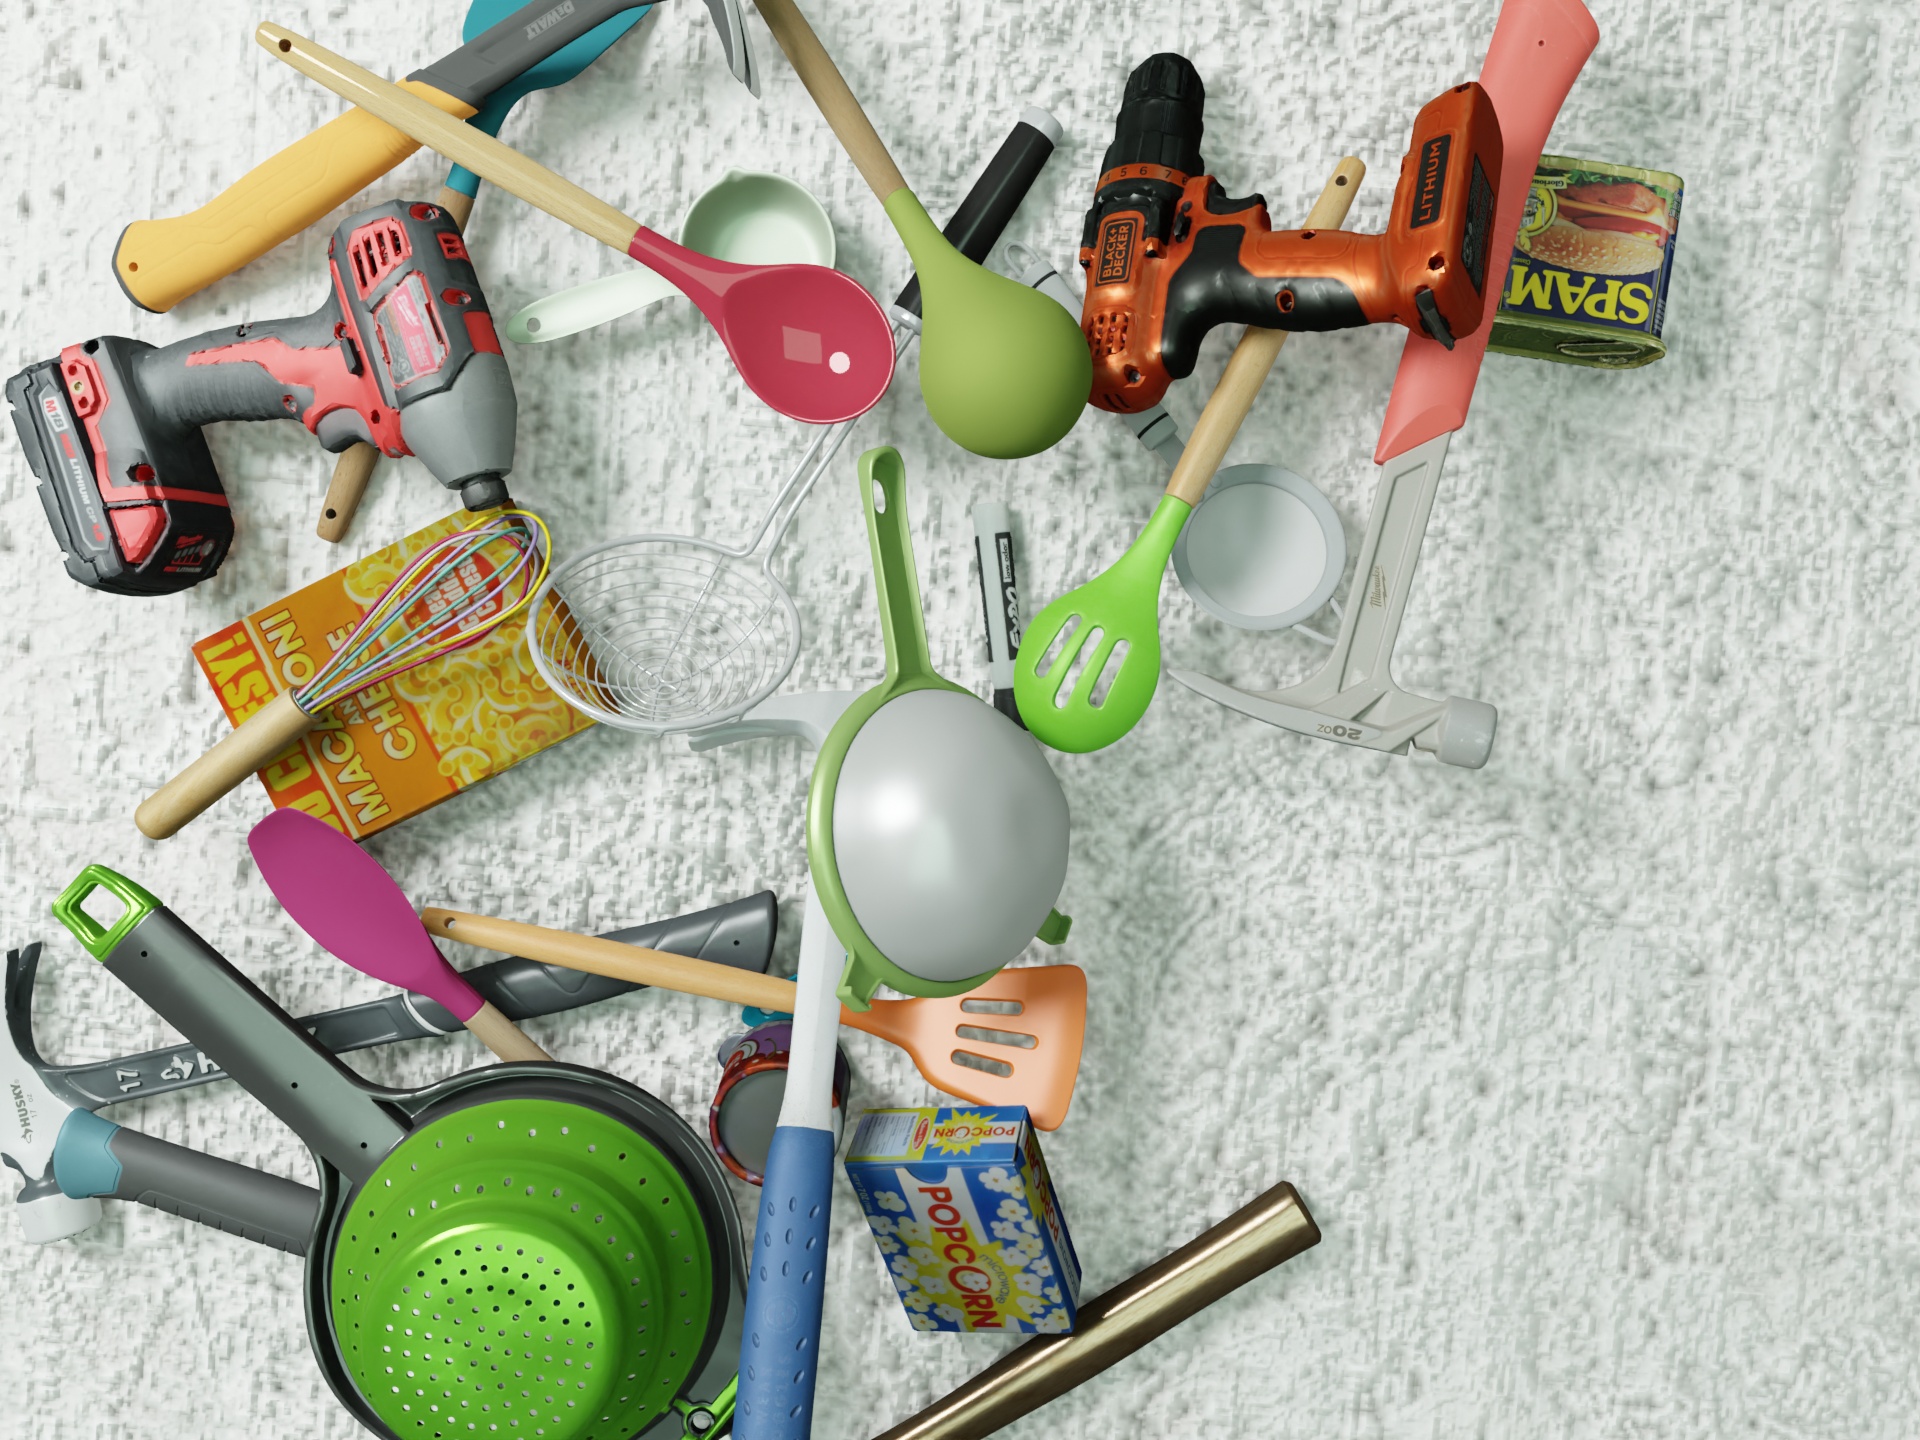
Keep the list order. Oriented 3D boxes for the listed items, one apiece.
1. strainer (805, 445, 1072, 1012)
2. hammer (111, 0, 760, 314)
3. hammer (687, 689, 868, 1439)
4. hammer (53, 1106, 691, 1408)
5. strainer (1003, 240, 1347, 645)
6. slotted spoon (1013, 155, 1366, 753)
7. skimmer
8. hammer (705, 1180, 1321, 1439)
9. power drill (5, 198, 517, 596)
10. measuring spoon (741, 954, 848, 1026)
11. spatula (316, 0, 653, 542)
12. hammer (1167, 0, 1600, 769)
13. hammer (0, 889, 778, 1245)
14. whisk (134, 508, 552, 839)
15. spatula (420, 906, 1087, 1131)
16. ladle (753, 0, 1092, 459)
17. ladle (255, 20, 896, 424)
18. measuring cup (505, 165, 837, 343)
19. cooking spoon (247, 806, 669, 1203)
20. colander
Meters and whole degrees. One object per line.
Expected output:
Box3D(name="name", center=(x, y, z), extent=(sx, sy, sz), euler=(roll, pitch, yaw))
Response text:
Box3D(name="strainer", center=(-0.001, -0.002, 0.721), extent=(0.069, 0.151, 0.256), euler=(-9, 90, 44))
Box3D(name="hammer", center=(-0.257, -0.277, 0.749), extent=(0.337, 0.034, 0.127), euler=(-25, 87, 13))
Box3D(name="hammer", center=(-0.075, 0.174, 0.723), extent=(0.144, 0.035, 0.406), euler=(6, 68, -3))
Box3D(name="hammer", center=(-0.279, 0.263, 0.785), extent=(0.331, 0.033, 0.128), euler=(21, 104, -7))
Box3D(name="strainer", center=(0.104, -0.136, 0.787), extent=(0.087, 0.050, 0.258), euler=(-37, 87, -10))
Box3D(name="slotted spoon", center=(0.113, -0.128, 0.753), extent=(0.070, 0.031, 0.314), euler=(28, 89, 17))
Box3D(name="skimmer", center=(-0.066, -0.151, 0.758), extent=(0.127, 0.090, 0.363), euler=(34, 91, 18))
Box3D(name="hammer", center=(0.038, 0.339, 0.817), extent=(0.331, 0.031, 0.130), euler=(-32, 92, 1))
Box3D(name="power drill", center=(-0.317, -0.141, 0.752), extent=(0.219, 0.078, 0.143), euler=(-19, 91, 8))
Box3D(name="measuring spoon", center=(-0.056, 0.122, 0.815), extent=(0.128, 0.021, 0.042), euler=(-28, 108, 10))
Box3D(name="spatula", center=(-0.253, -0.235, 0.790), extent=(0.082, 0.044, 0.317), euler=(25, 98, -1))
Box3D(name="hammer", center=(0.211, -0.165, 0.733), extent=(0.149, 0.036, 0.359), euler=(15, 90, 12))
Box3D(name="hammer", center=(-0.290, 0.146, 0.805), extent=(0.409, 0.036, 0.149), euler=(-13, 93, 0))
Box3D(name="whisk", center=(-0.291, -0.018, 0.750), extent=(0.245, 0.051, 0.047), euler=(-36, 98, 5))
Box3D(name="spatula", center=(-0.101, 0.128, 0.770), extent=(0.322, 0.041, 0.081), euler=(13, 73, -5))
Box3D(name="ladle", center=(-0.038, -0.259, 0.750), extent=(0.078, 0.062, 0.320), euler=(-32, 73, 6))
Box3D(name="ladle", center=(-0.170, -0.228, 0.716), extent=(0.315, 0.031, 0.069), euler=(29, 98, -6))
Box3D(name="measuring cup", center=(-0.141, -0.214, 0.784), extent=(0.167, 0.038, 0.083), euler=(-17, 93, 3))
Box3D(name="cooking spoon", center=(-0.219, 0.159, 0.776), extent=(0.068, 0.017, 0.318), euler=(-32, 109, 29))
Box3D(name="colander", center=(-0.262, 0.209, 0.711), extent=(0.397, 0.094, 0.204), euler=(42, 88, -3))
